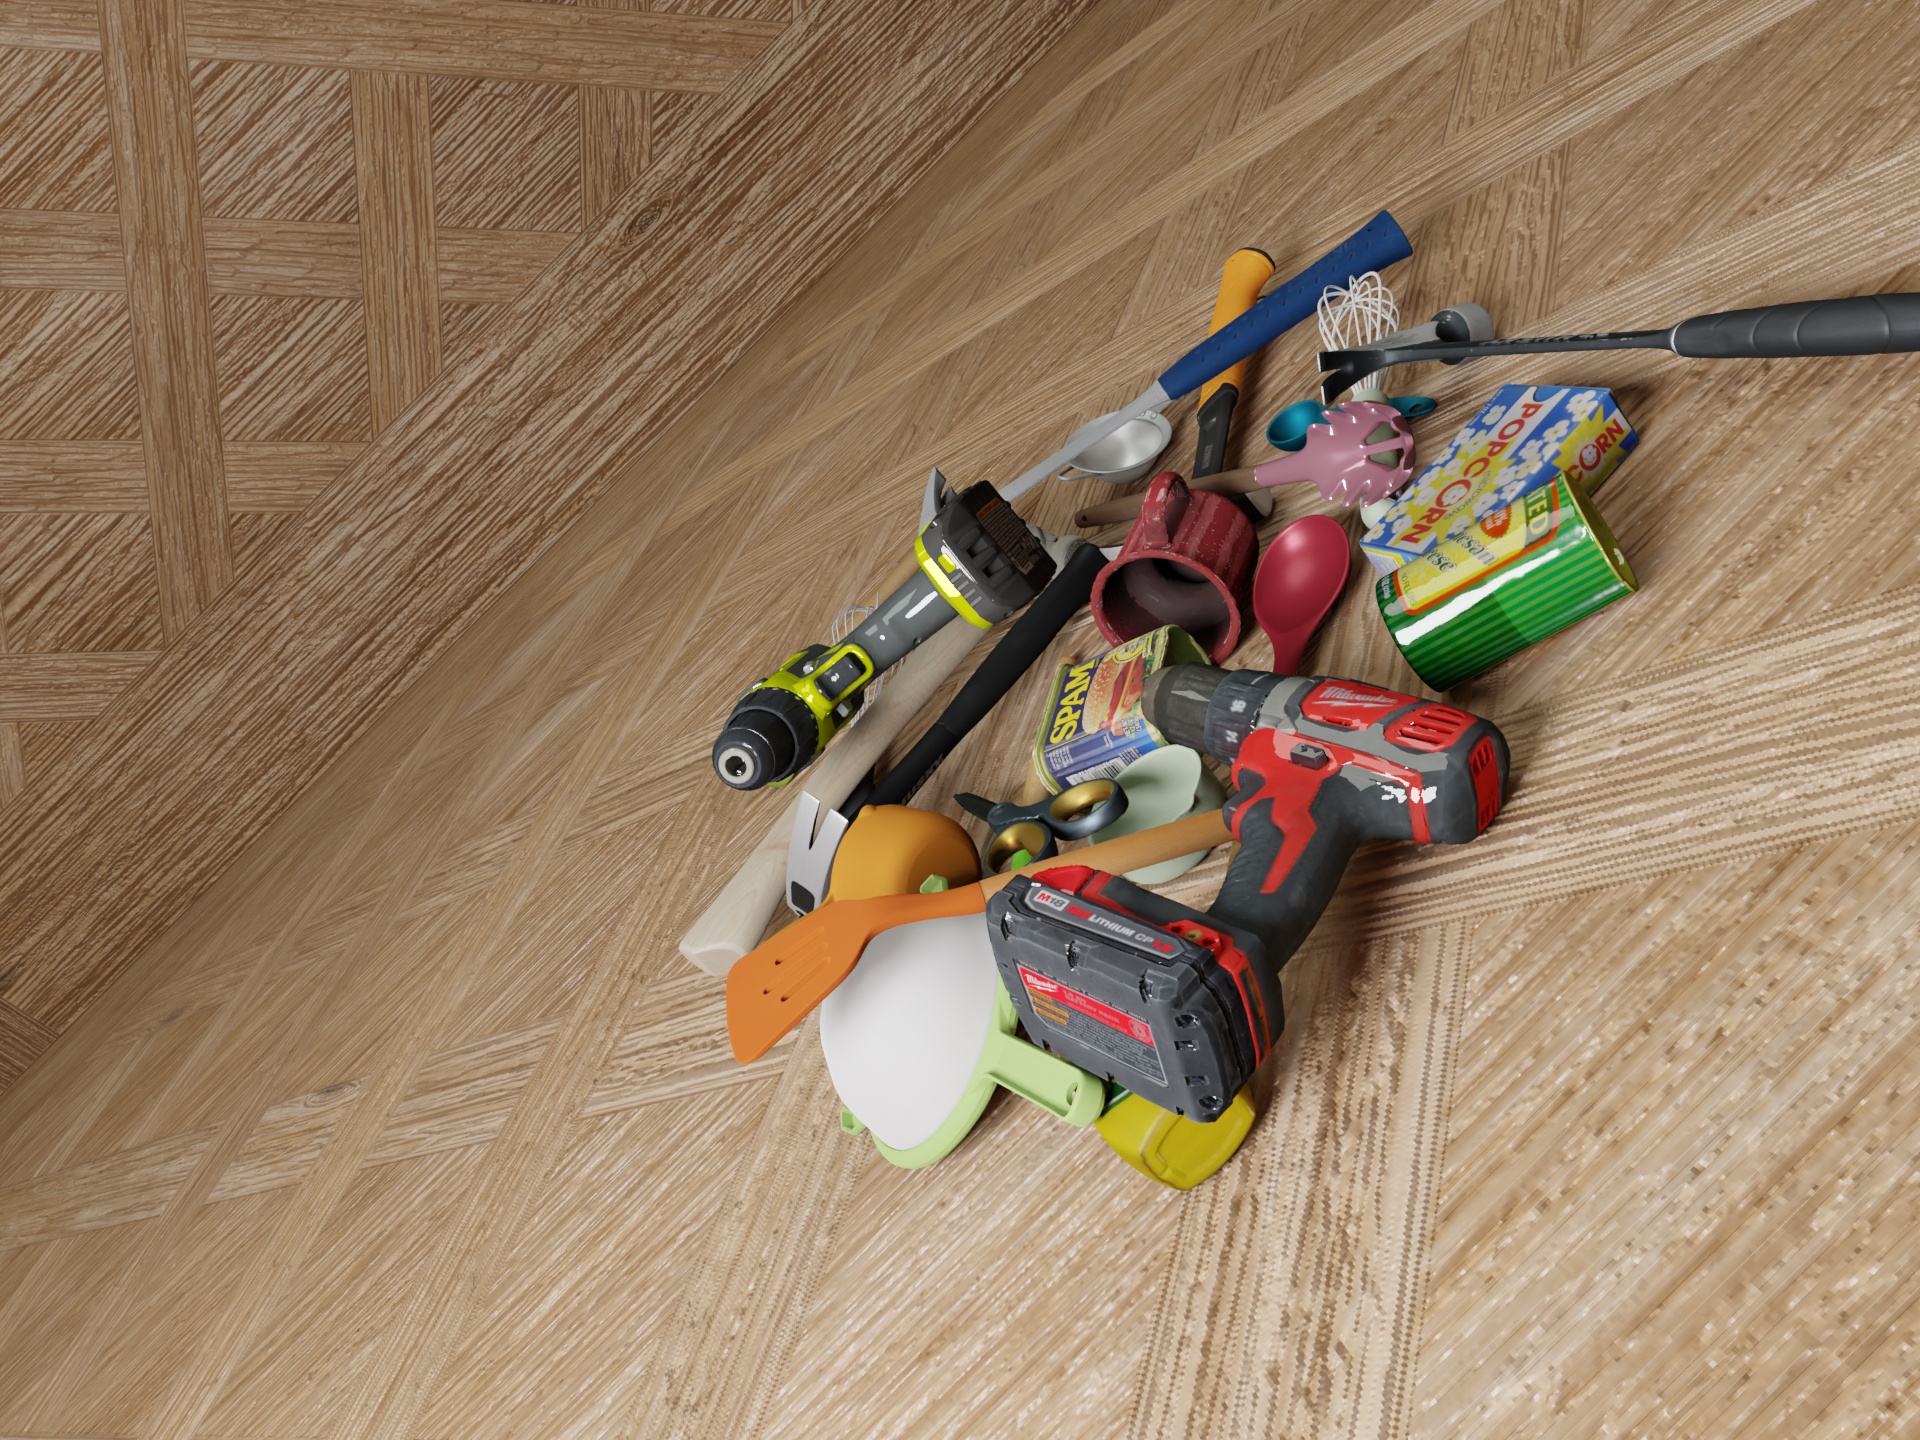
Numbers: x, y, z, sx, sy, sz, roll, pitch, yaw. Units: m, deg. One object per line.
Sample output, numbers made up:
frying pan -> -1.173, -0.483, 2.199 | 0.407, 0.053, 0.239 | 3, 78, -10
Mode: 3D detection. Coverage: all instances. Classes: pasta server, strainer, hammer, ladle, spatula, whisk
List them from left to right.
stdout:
ladle -> -0.086, -0.069, 1.380 | 0.078, 0.062, 0.320 | -12, 33, 54
whisk -> -0.074, -0.004, 1.225 | 0.070, 0.070, 0.285 | -33, 31, 25
hammer -> -0.068, 0.007, 1.144 | 0.146, 0.038, 0.411 | 15, 59, 43
strainer -> -0.014, 0.153, 0.785 | 0.256, 0.069, 0.151 | 2, 71, 68
hammer -> -0.002, -0.003, 1.066 | 0.335, 0.035, 0.146 | -49, -20, -25
spatula -> 0.036, 0.087, 0.783 | 0.322, 0.041, 0.081 | -16, 29, -5
hammer -> 0.137, -0.238, 1.157 | 0.405, 0.035, 0.144 | -32, 32, 14
strainer -> 0.169, -0.256, 1.259 | 0.087, 0.050, 0.258 | 27, 66, 42
hammer -> 0.188, -0.244, 1.184 | 0.127, 0.034, 0.337 | -23, 36, 38
pasta server -> 0.168, -0.149, 1.009 | 0.040, 0.060, 0.316 | -19, 8, -33
ladle -> 0.169, 0.002, 0.859 | 0.069, 0.031, 0.316 | -25, 32, 41
whisk -> 0.258, -0.205, 1.007 | 0.059, 0.057, 0.247 | 122, 162, -45
hammer -> 0.357, -0.196, 0.813 | 0.149, 0.036, 0.409 | -20, 18, -26

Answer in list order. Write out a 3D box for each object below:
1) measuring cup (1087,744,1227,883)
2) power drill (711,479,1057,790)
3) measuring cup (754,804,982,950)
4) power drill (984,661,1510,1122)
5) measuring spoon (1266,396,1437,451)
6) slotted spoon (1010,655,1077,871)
measuring cup -> 0.084, 0.089, 0.845 | 0.168, 0.038, 0.083 | -55, 26, -17
power drill -> -0.056, -0.046, 1.015 | 0.228, 0.080, 0.190 | -38, 5, 19
measuring cup -> -0.055, 0.113, 0.920 | 0.052, 0.095, 0.173 | 4, 27, 43
power drill -> 0.112, 0.053, 0.715 | 0.188, 0.080, 0.227 | 18, 48, 43
measuring spoon -> 0.260, -0.195, 1.050 | 0.129, 0.021, 0.042 | 4, 53, 48
slotted spoon -> 0.047, 0.055, 0.971 | 0.070, 0.031, 0.314 | -35, 24, 33
